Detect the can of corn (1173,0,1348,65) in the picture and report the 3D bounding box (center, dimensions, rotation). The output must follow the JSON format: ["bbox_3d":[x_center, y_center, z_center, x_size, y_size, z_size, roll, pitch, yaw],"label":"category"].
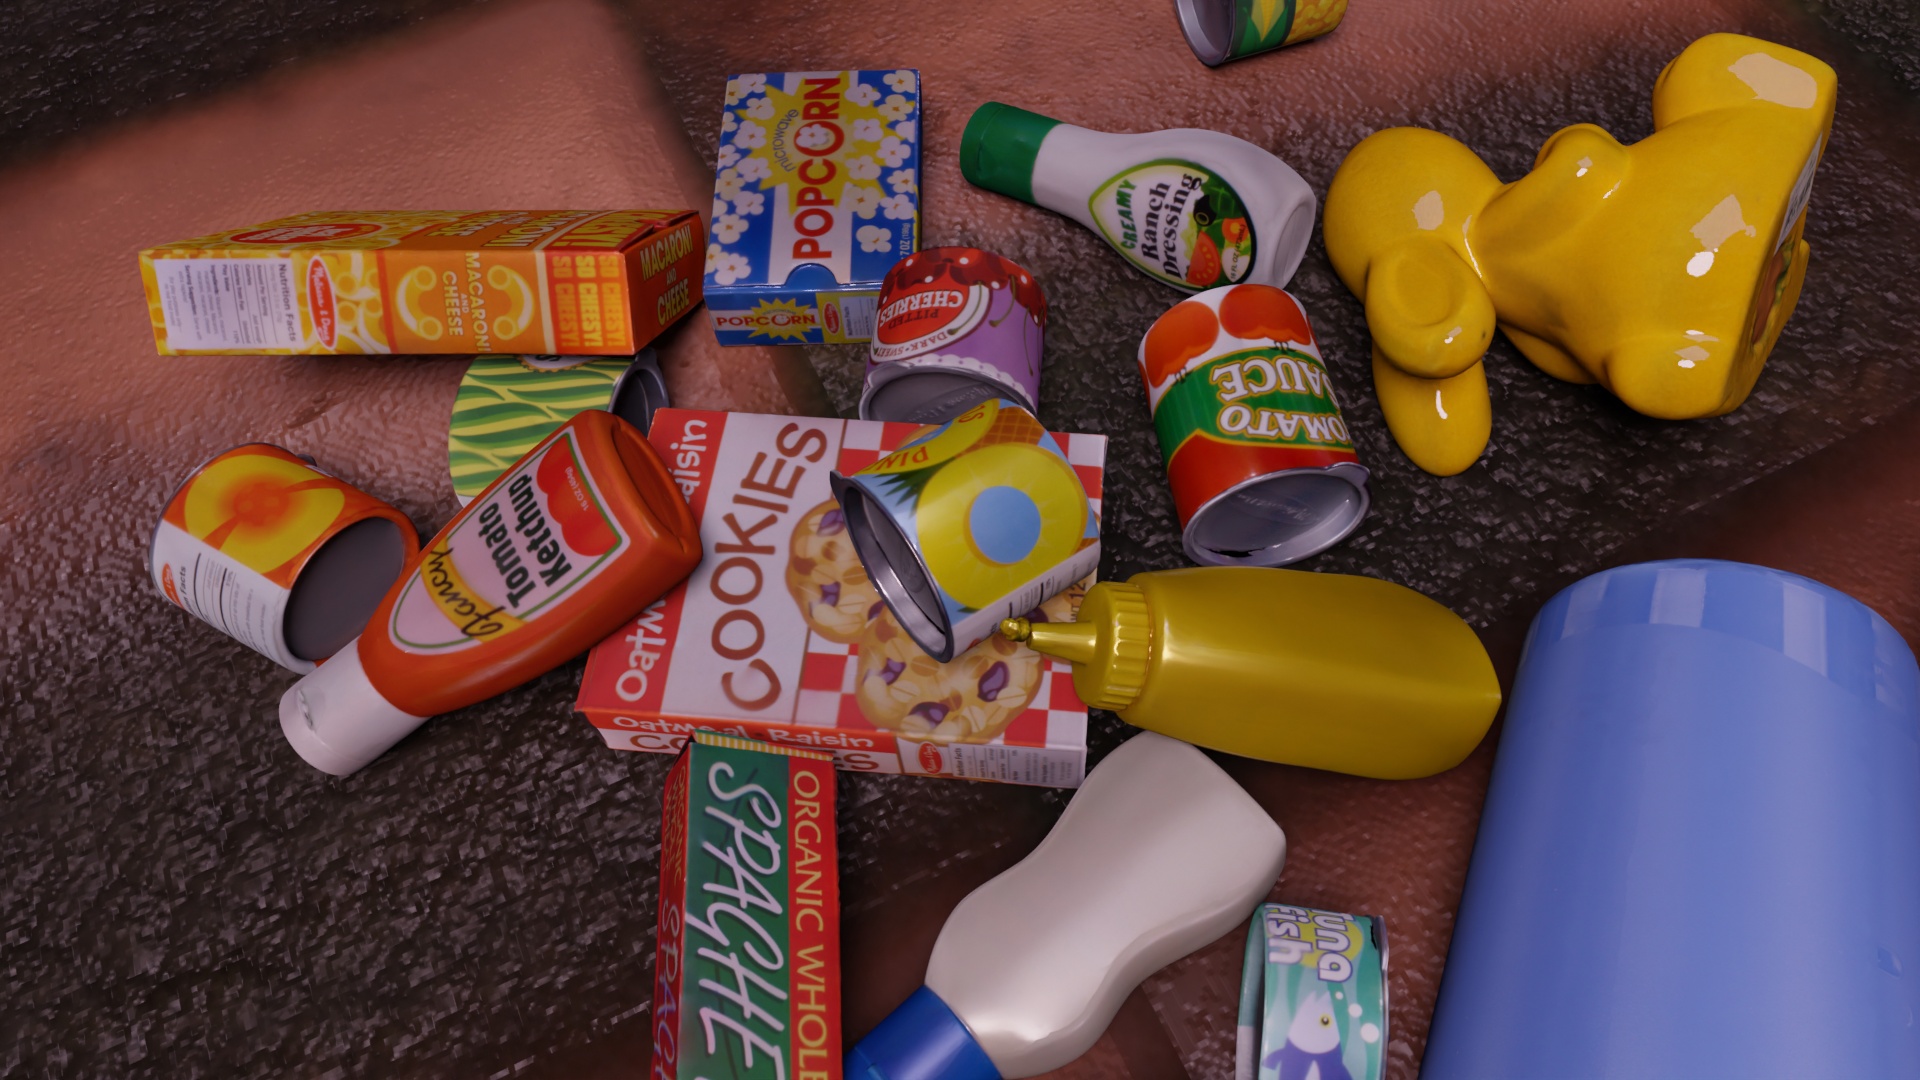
[{"bbox_3d":[0.135,-0.257,0.627,0.058,0.070,0.071,-17,60,-9],"label":"can of corn"}]

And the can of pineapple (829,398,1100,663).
[{"bbox_3d":[0.002,-0.005,0.438,0.058,0.070,0.071,-30,63,-17],"label":"can of pineapple"}]

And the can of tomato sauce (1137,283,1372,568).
[{"bbox_3d":[0.105,-0.042,0.500,0.071,0.071,0.083,-8,59,-2],"label":"can of tomato sauce"}]

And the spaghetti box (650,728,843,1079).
[{"bbox_3d":[-0.056,0.170,0.367,0.050,0.028,0.251,13,51,-25],"label":"spaghetti box"}]

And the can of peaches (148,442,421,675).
[{"bbox_3d":[-0.233,0.005,0.489,0.058,0.071,0.071,25,64,16],"label":"can of peaches"}]

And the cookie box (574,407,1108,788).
[{"bbox_3d":[-0.036,0.017,0.488,0.167,0.040,0.123,4,60,5],"label":"cookie box"}]

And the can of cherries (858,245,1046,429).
[{"bbox_3d":[-0.003,-0.069,0.520,0.071,0.071,0.058,4,59,5],"label":"can of cherries"}]

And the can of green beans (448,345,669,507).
[{"bbox_3d":[-0.145,-0.037,0.510,0.058,0.071,0.071,7,60,7],"label":"can of green beans"}]

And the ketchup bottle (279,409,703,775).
[{"bbox_3d":[-0.158,0.023,0.459,0.148,0.043,0.065,-36,67,11],"label":"ketchup bottle"}]

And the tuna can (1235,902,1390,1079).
[{"bbox_3d":[0.099,0.136,0.395,0.033,0.070,0.071,6,60,7],"label":"tuna can"}]

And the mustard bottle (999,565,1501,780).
[{"bbox_3d":[0.087,0.038,0.440,0.160,0.048,0.065,8,34,-14],"label":"mustard bottle"}]

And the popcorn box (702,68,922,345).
[{"bbox_3d":[-0.059,-0.142,0.585,0.085,0.038,0.127,-1,59,1],"label":"popcorn box"}]

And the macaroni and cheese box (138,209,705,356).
[{"bbox_3d":[-0.192,-0.101,0.526,0.166,0.040,0.124,0,20,2],"label":"macaroni and cheese box"}]

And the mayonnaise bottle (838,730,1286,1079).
[{"bbox_3d":[0.028,0.124,0.423,0.148,0.041,0.065,-38,58,-17],"label":"mayonnaise bottle"}]

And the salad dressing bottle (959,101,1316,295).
[{"bbox_3d":[0.069,-0.144,0.571,0.148,0.064,0.044,25,45,25],"label":"salad dressing bottle"}]
